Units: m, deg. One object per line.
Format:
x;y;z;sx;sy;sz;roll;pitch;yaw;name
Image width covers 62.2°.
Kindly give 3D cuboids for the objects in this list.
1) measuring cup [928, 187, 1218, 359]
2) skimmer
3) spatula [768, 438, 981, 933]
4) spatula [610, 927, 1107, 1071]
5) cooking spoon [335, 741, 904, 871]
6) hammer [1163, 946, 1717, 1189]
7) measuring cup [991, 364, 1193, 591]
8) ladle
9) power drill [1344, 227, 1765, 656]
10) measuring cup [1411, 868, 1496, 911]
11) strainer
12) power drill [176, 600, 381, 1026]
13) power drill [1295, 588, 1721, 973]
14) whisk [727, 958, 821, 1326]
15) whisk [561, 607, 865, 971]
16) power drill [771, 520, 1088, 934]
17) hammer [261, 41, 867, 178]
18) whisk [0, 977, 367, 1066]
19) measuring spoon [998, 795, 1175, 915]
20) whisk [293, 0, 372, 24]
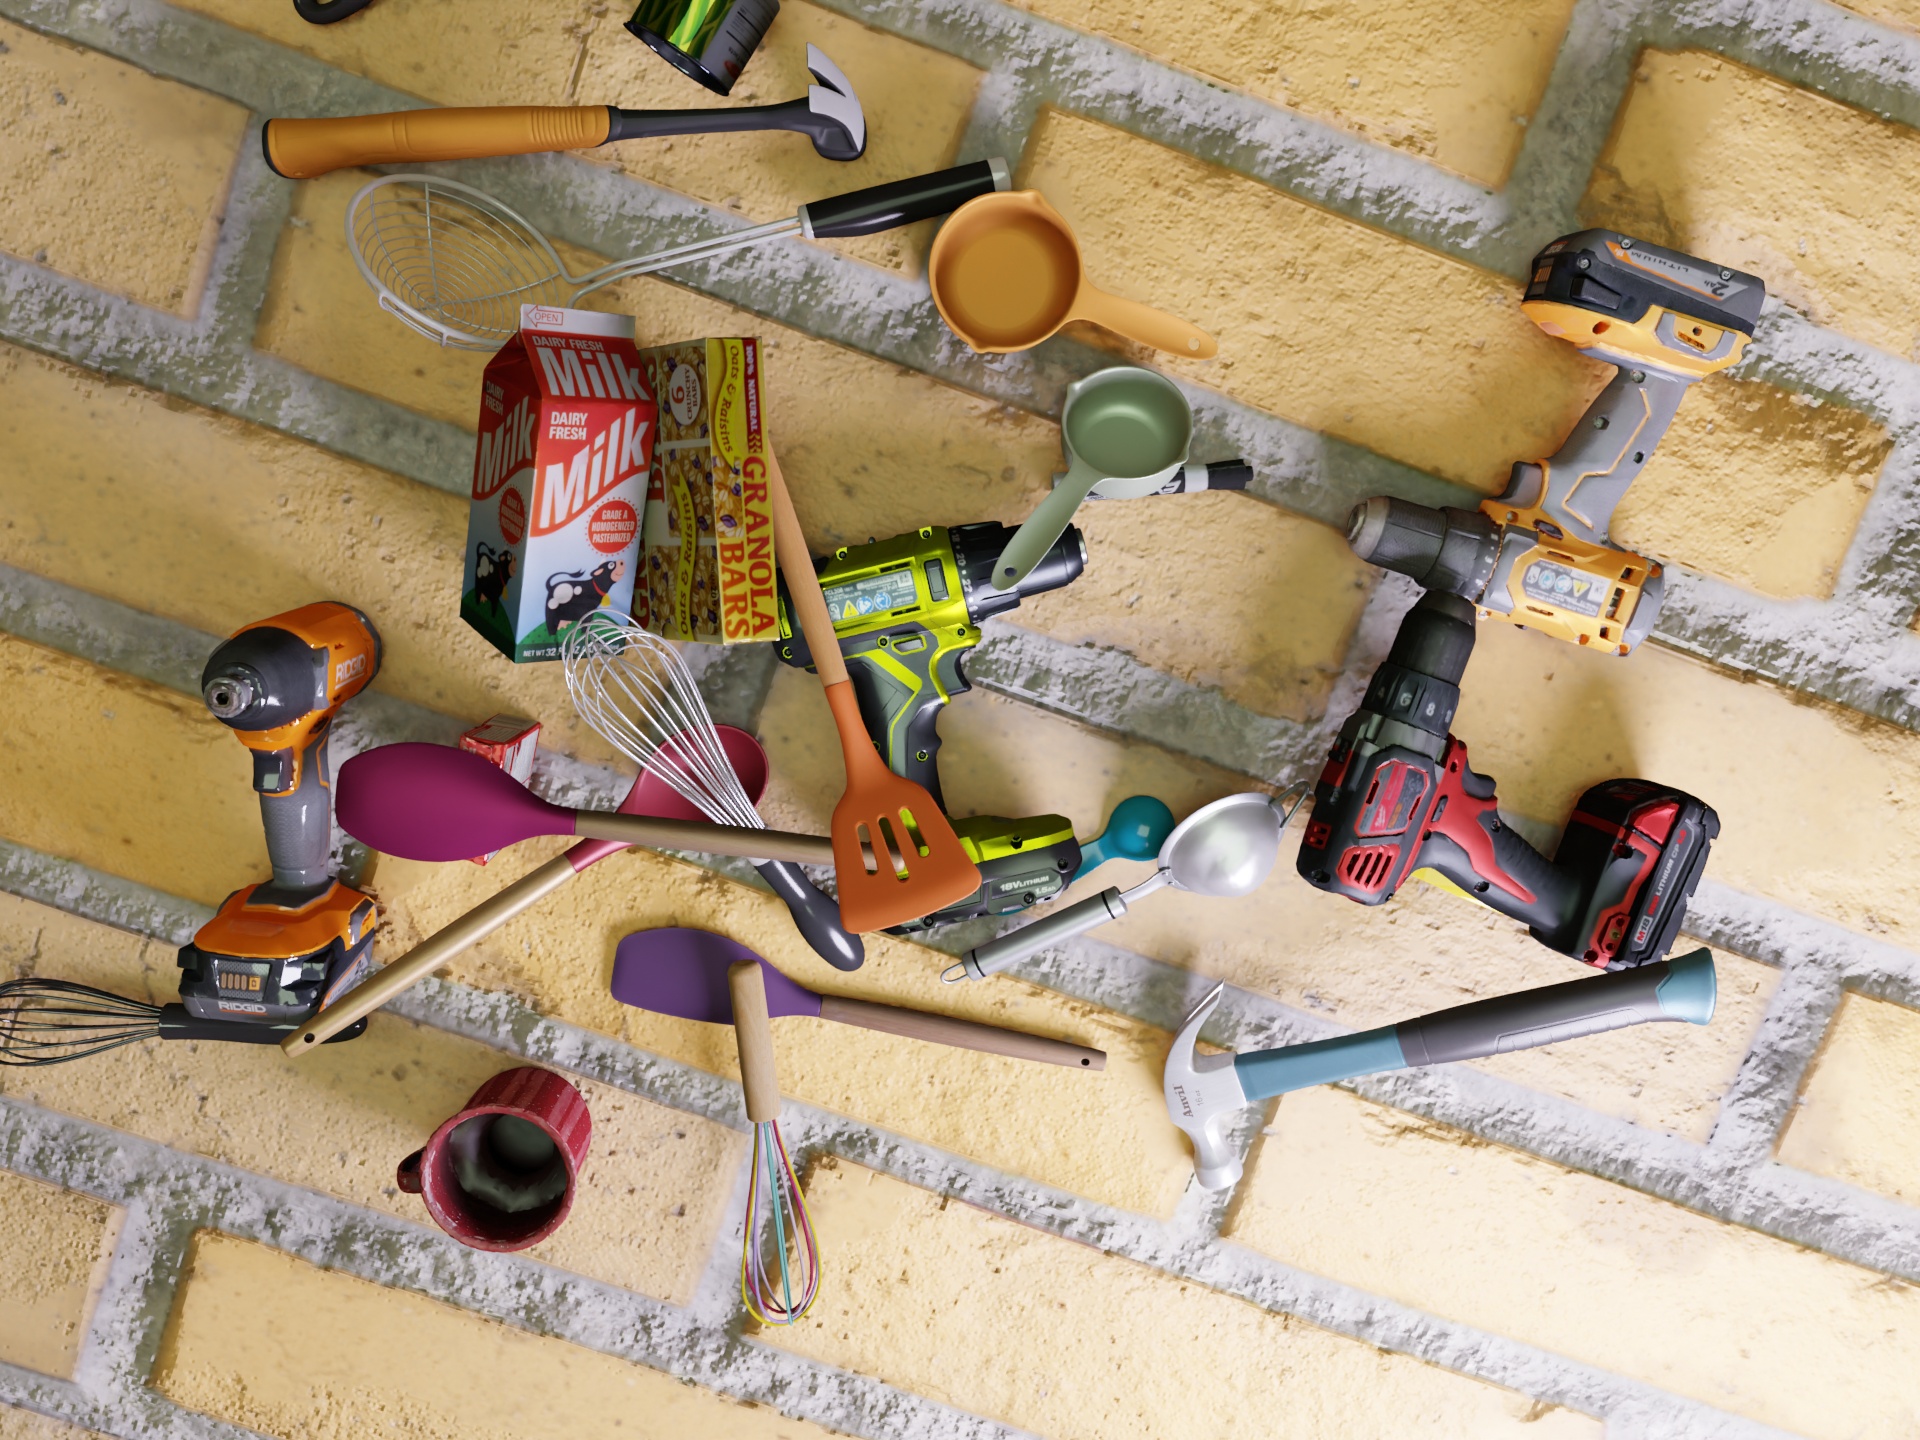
0.065;-0.243;0.925;0.173;0.052;0.095;19;97;-6;measuring cup
-0.151;-0.287;0.893;0.363;0.090;0.127;-14;60;-2;skimmer
-0.077;-0.044;0.888;0.081;0.041;0.322;-19;89;-4;spatula
-0.062;0.182;1.000;0.316;0.018;0.059;12;101;-2;spatula
-0.189;0.060;0.891;0.319;0.017;0.068;7;100;-4;cooking spoon
0.278;0.192;0.950;0.331;0.033;0.128;-17;100;21;hammer
0.069;-0.132;0.920;0.083;0.038;0.167;35;75;11;measuring cup
-0.250;0.099;0.929;0.315;0.031;0.069;-34;104;-19;ladle
0.343;-0.166;0.930;0.185;0.084;0.226;16;102;-2;power drill
0.299;0.096;0.989;0.156;0.029;0.062;20;98;-3;measuring cup
0.103;0.111;0.976;0.258;0.050;0.086;-26;137;11;strainer
-0.387;0.052;0.903;0.084;0.164;0.226;6;100;-3;power drill
0.326;0.041;0.942;0.226;0.080;0.188;20;94;-11;power drill
-0.123;0.268;0.993;0.047;0.051;0.245;-5;101;6;whisk
-0.136;0.049;0.934;0.070;0.070;0.284;-33;117;4;whisk
-0.001;-0.003;0.943;0.190;0.080;0.228;-13;93;2;power drill
-0.225;-0.329;0.881;0.337;0.127;0.034;-2;97;5;hammer
-0.489;0.186;0.979;0.239;0.055;0.055;1;98;-5;whisk
0.076;0.090;0.987;0.128;0.021;0.042;-29;98;3;measuring spoon
-0.249;-0.472;0.883;0.296;0.073;0.073;-28;98;9;whisk
